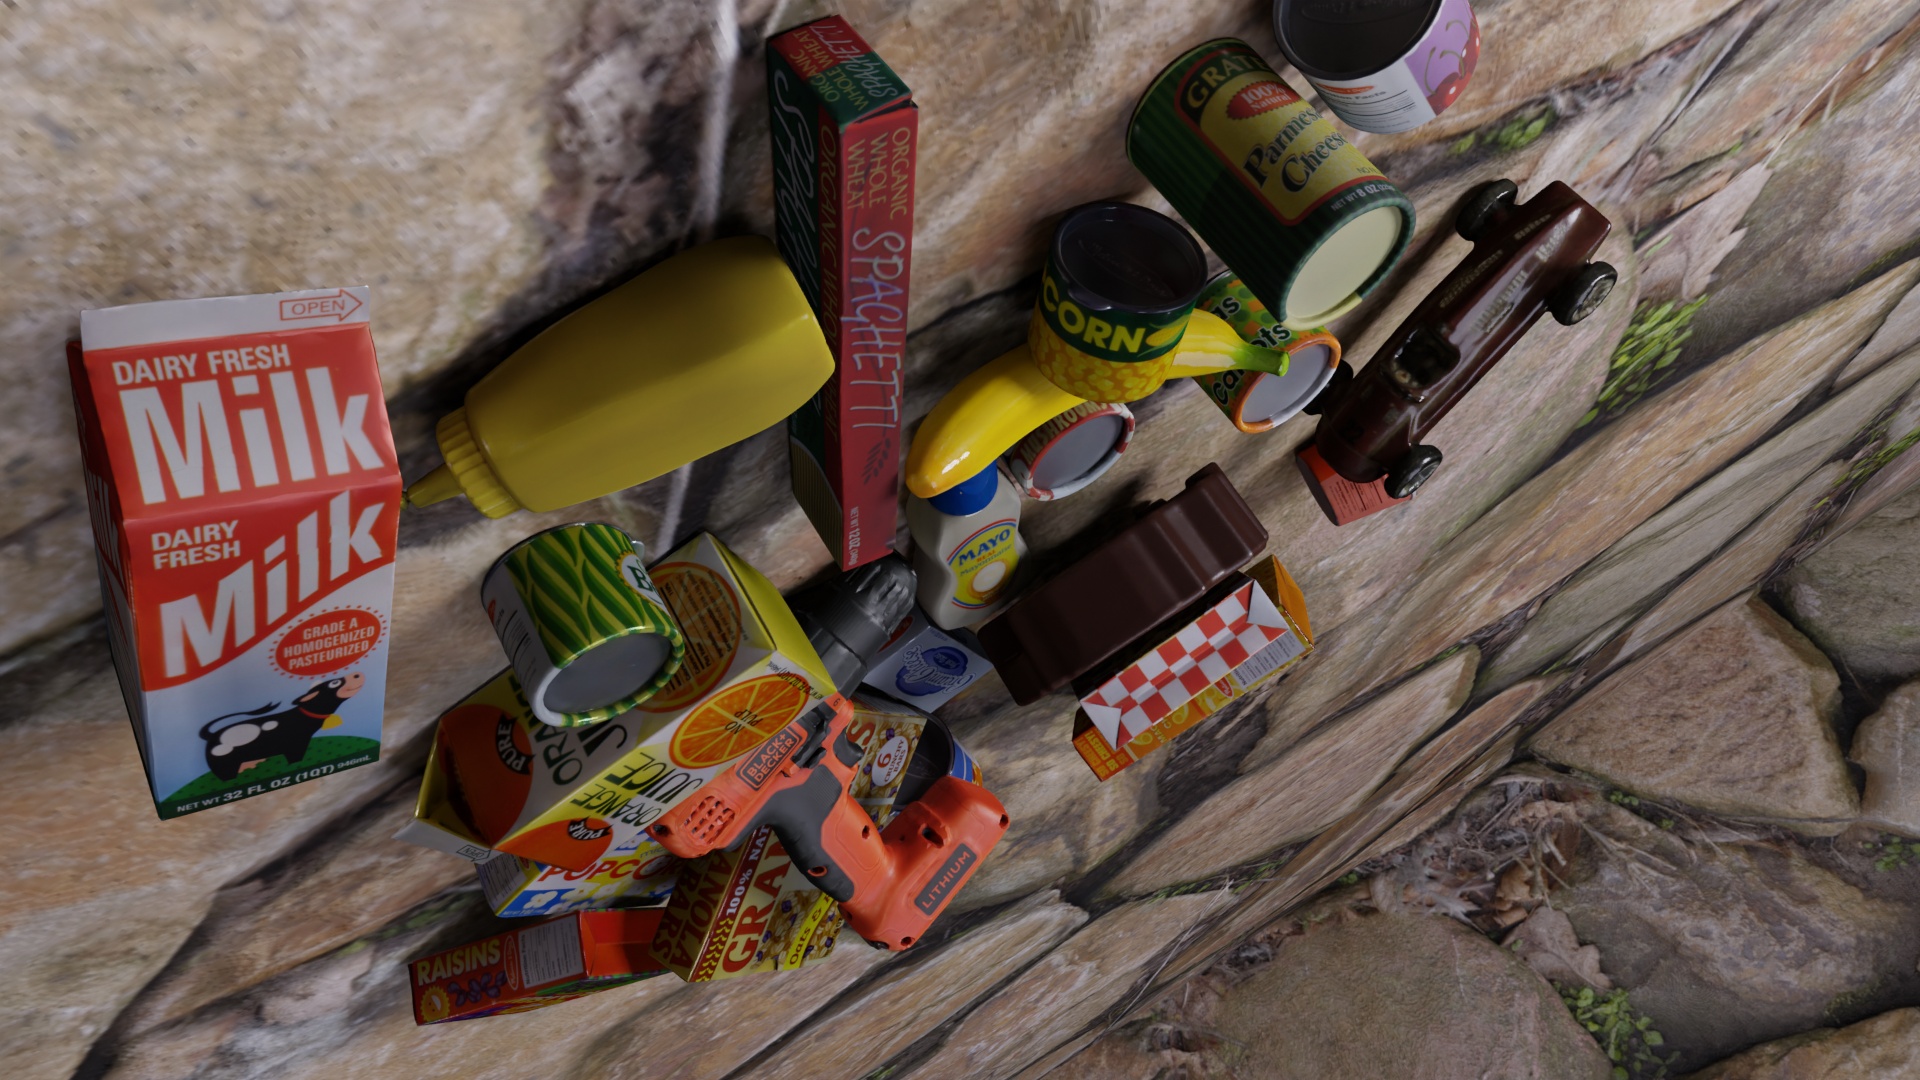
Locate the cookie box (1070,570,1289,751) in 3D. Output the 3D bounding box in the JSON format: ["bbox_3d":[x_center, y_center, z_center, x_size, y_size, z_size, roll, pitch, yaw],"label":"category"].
[{"bbox_3d":[0.126,0.062,0.869,0.123,0.040,0.167,-36,-176,3],"label":"cookie box"}]

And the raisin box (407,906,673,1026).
[{"bbox_3d":[-0.236,0.242,0.792,0.123,0.040,0.086,-21,160,20],"label":"raisin box"}]

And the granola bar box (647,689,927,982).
[{"bbox_3d":[-0.095,0.166,0.798,0.124,0.039,0.165,17,96,-56],"label":"granola bar box"}]

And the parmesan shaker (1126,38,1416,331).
[{"bbox_3d":[0.125,-0.142,0.553,0.071,0.103,0.071,-27,151,-16],"label":"parmesan shaker"}]

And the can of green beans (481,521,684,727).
[{"bbox_3d":[-0.155,0.035,0.575,0.071,0.058,0.071,-27,152,-16],"label":"can of green beans"}]

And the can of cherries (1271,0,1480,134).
[{"bbox_3d":[0.165,-0.203,0.544,0.071,0.072,0.058,-45,151,19],"label":"can of cherries"}]

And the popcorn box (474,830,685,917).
[{"bbox_3d":[-0.190,0.165,0.767,0.085,0.038,0.126,-44,152,17],"label":"popcorn box"}]

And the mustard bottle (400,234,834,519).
[{"bbox_3d":[-0.125,-0.047,0.477,0.160,0.065,0.048,-27,147,-3],"label":"mustard bottle"}]

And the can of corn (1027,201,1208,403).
[{"bbox_3d":[0.064,-0.099,0.594,0.071,0.071,0.058,-22,150,-24],"label":"can of corn"}]

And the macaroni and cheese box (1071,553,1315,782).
[{"bbox_3d":[0.156,0.084,0.946,0.166,0.040,0.124,-35,-174,16],"label":"macaroni and cheese box"}]

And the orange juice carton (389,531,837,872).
[{"bbox_3d":[-0.162,0.087,0.635,0.193,0.073,0.071,-35,153,2],"label":"orange juice carton"}]

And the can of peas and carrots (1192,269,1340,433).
[{"bbox_3d":[0.147,-0.097,0.701,0.071,0.059,0.070,-27,152,-16],"label":"can of peas and carrots"}]

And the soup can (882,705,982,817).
[{"bbox_3d":[-0.027,0.152,0.894,0.071,0.071,0.083,-34,153,-2],"label":"soup can"}]

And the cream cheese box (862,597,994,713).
[{"bbox_3d":[-0.023,0.069,0.815,0.053,0.024,0.103,-37,153,8],"label":"cream cheese box"}]

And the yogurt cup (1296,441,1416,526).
[{"bbox_3d":[0.255,-0.045,0.902,0.054,0.072,0.072,-29,153,6],"label":"yogurt cup"}]

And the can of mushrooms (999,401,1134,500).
[{"bbox_3d":[0.051,-0.054,0.690,0.071,0.033,0.070,-26,152,-15],"label":"can of mushrooms"}]

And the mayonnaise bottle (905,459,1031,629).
[{"bbox_3d":[0.002,-0.009,0.699,0.065,0.041,0.147,-30,153,-12],"label":"mayonnaise bottle"}]

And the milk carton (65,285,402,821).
[{"bbox_3d":[-0.221,-0.002,0.426,0.072,0.073,0.189,-14,146,-34],"label":"milk carton"}]

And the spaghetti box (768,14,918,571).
[{"bbox_3d":[-0.045,-0.077,0.527,0.029,0.050,0.248,-25,151,-20],"label":"spaghetti box"}]
